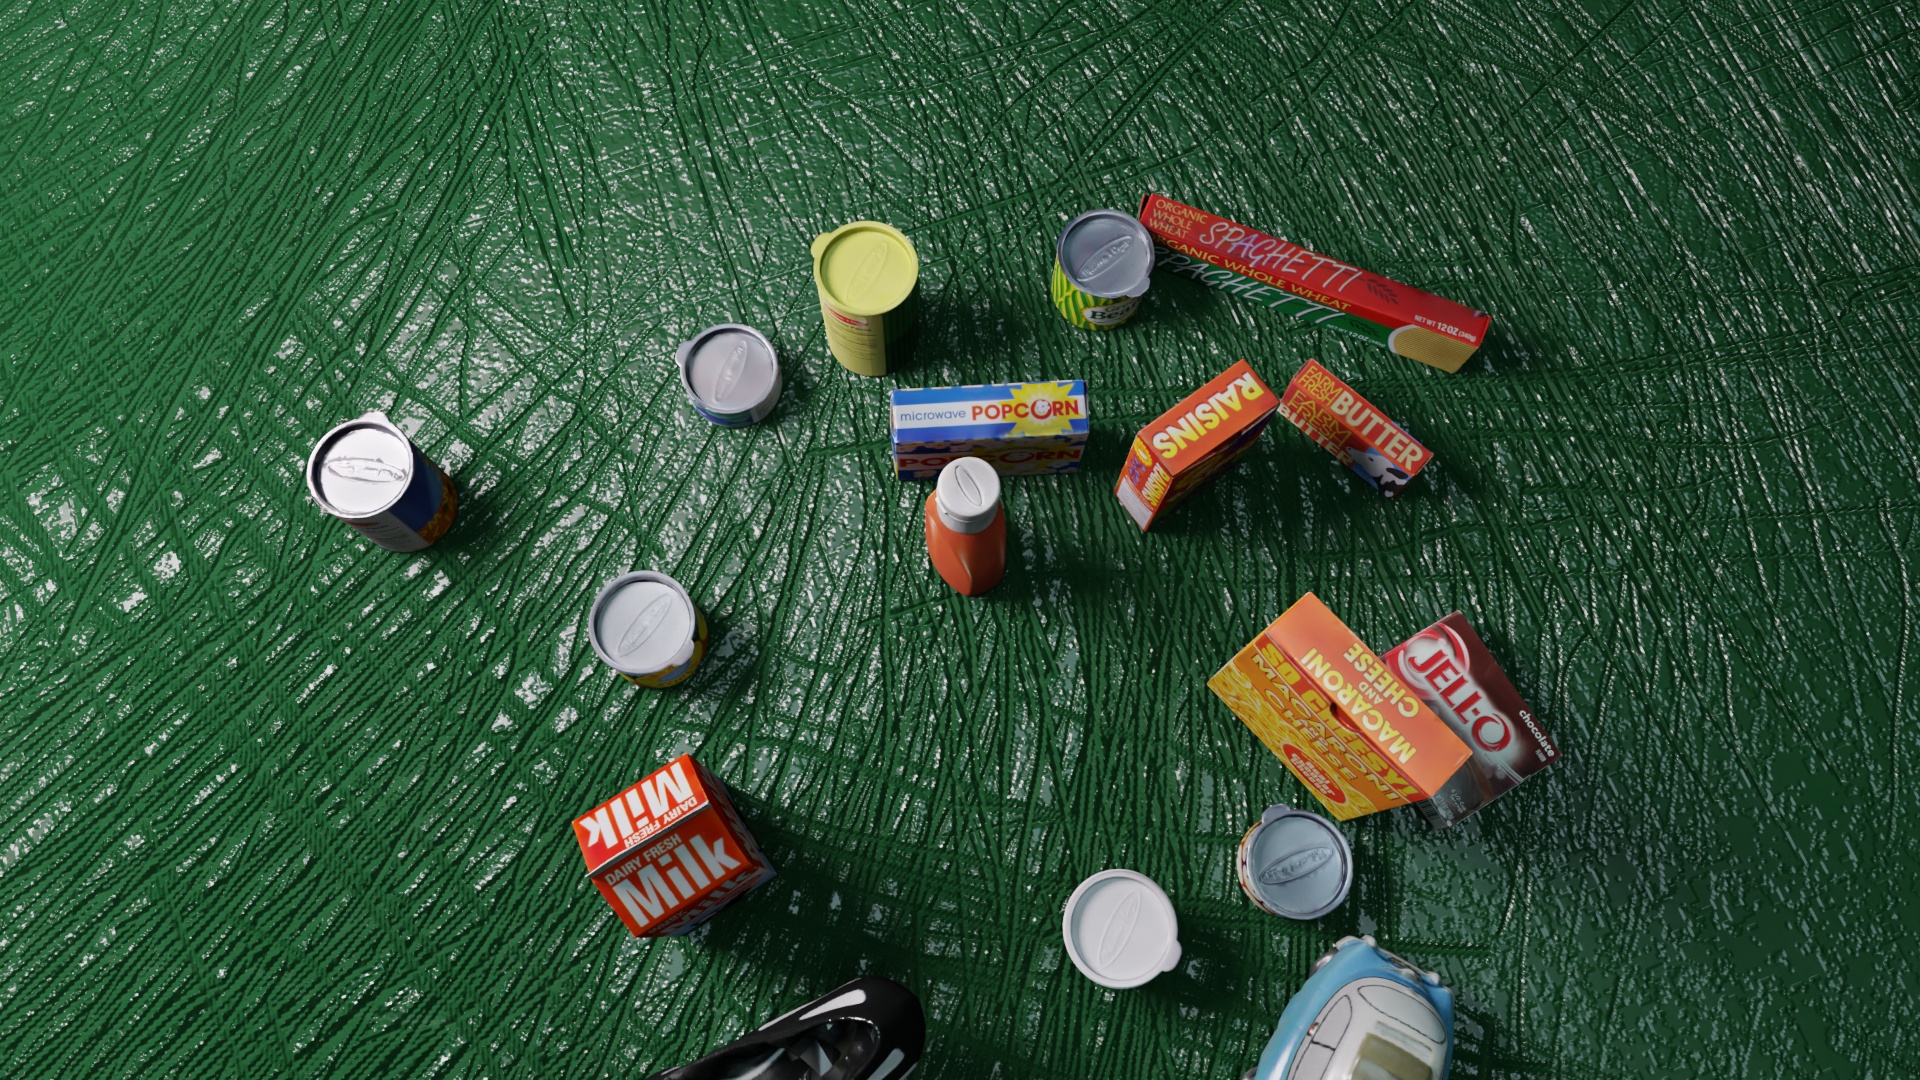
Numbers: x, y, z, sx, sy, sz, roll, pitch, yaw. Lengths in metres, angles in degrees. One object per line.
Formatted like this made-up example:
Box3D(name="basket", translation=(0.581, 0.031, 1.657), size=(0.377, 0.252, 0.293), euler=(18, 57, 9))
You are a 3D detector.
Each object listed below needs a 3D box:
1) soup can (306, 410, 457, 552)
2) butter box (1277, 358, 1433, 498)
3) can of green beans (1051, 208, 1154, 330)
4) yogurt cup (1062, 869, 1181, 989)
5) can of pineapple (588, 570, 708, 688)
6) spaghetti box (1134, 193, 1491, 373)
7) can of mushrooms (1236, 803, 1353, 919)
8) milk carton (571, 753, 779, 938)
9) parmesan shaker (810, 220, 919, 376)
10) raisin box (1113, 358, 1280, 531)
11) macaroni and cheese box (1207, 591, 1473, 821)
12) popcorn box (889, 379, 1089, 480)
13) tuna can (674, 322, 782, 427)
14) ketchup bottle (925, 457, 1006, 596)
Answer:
Box3D(name="soup can", translation=(-0.370, -0.036, 0.897), size=(0.071, 0.083, 0.071), euler=(0, 74, -1))
Box3D(name="butter box", translation=(0.263, -0.074, 0.936), size=(0.103, 0.053, 0.024), euler=(41, 78, 10))
Box3D(name="can of green beans", translation=(0.098, -0.186, 0.962), size=(0.071, 0.057, 0.071), euler=(0, 74, -1))
Box3D(name="yogurt cup", translation=(0.094, 0.235, 0.843), size=(0.072, 0.053, 0.072), euler=(0, 74, -1))
Box3D(name="can of pineapple", translation=(-0.197, 0.059, 0.886), size=(0.071, 0.057, 0.071), euler=(0, 74, -1))
Box3D(name="spaghetti box", translation=(0.238, -0.179, 0.967), size=(0.250, 0.050, 0.029), euler=(21, 75, 5))
Box3D(name="can of mushrooms", translation=(0.207, 0.200, 0.866), size=(0.071, 0.033, 0.071), euler=(0, 74, -1))
Box3D(name="milk carton", translation=(-0.159, 0.174, 0.785), size=(0.072, 0.190, 0.073), euler=(-31, 77, -9))
Box3D(name="parmesan shaker", translation=(-0.063, -0.161, 0.928), size=(0.071, 0.103, 0.071), euler=(0, 74, -1))
Box3D(name="raisin box", translation=(0.149, -0.058, 0.892), size=(0.086, 0.123, 0.040), euler=(-34, 78, -10))
Box3D(name="macaroni and cheese box", translation=(0.217, 0.104, 0.825), size=(0.040, 0.166, 0.124), euler=(-42, 79, -11))
Box3D(name="popcorn box", translation=(0.018, -0.071, 0.914), size=(0.127, 0.085, 0.038), euler=(-3, 75, -2))
Box3D(name="tuna can", translation=(-0.158, -0.113, 0.949), size=(0.071, 0.032, 0.071), euler=(0, 74, -1))
Box3D(name="ketchup bottle", translation=(0.003, -0.011, 0.863), size=(0.043, 0.148, 0.065), euler=(-29, 77, -8))
